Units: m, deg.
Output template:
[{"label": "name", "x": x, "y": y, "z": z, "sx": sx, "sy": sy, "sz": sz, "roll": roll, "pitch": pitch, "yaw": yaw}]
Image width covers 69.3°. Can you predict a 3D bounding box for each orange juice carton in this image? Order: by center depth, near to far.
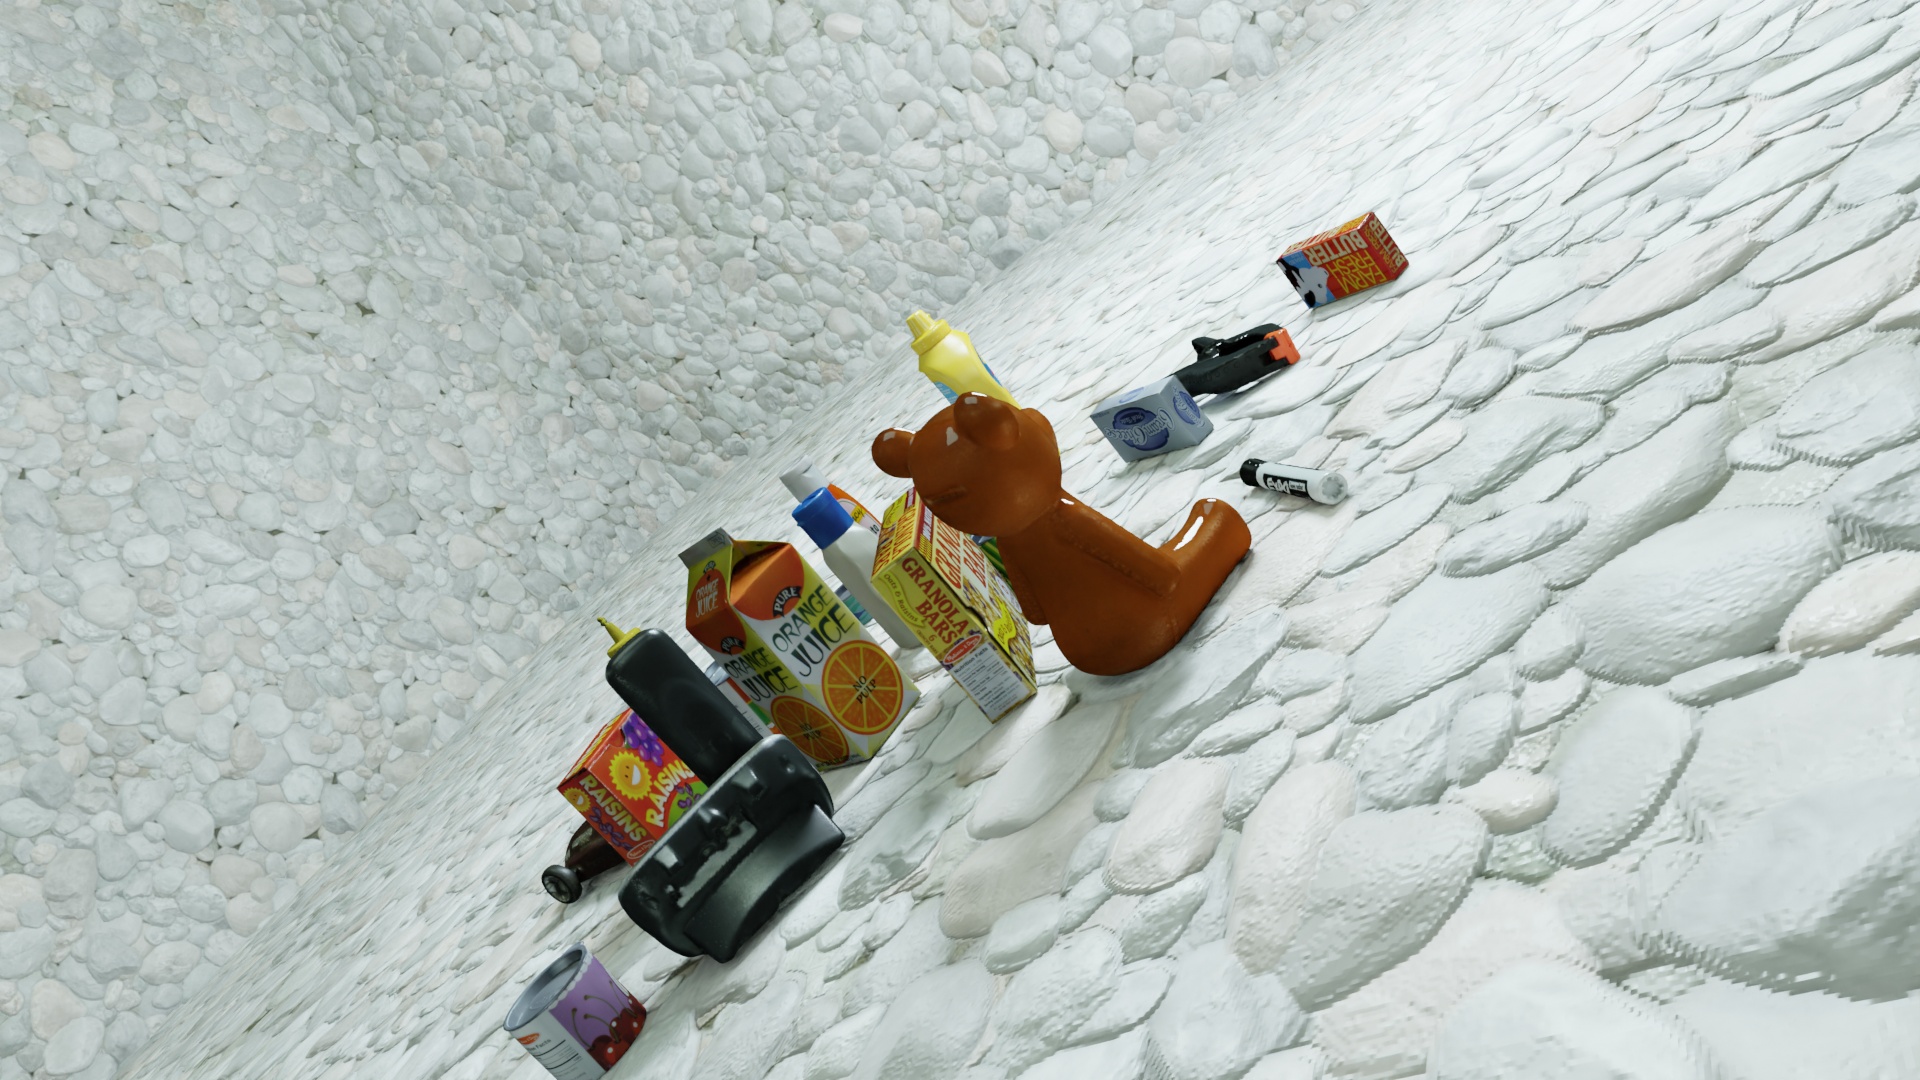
[{"label": "orange juice carton", "x": -0.126, "y": 0.072, "z": 1.003, "sx": 0.071, "sy": 0.192, "sz": 0.073, "roll": -25, "pitch": 20, "yaw": 50}]

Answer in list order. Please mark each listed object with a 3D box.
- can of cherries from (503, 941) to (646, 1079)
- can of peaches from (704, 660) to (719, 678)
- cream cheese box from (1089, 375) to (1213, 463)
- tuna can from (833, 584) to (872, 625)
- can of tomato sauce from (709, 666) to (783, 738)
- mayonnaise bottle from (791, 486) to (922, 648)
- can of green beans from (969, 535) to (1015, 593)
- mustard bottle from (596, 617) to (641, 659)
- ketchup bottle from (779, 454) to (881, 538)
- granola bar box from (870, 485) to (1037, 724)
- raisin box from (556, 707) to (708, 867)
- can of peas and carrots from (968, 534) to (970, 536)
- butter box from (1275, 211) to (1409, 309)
[{"label": "can of cherries", "x": -0.238, "y": 0.296, "z": 0.866, "sx": 0.071, "sy": 0.058, "sz": 0.072, "roll": -38, "pitch": 13, "yaw": 10}, {"label": "can of peaches", "x": -0.206, "y": 0.135, "z": 1.319, "sx": 0.071, "sy": 0.058, "sz": 0.071, "roll": -38, "pitch": 13, "yaw": 10}, {"label": "cream cheese box", "x": 0.150, "y": -0.095, "z": 1.099, "sx": 0.024, "sy": 0.053, "sz": 0.103, "roll": -46, "pitch": 14, "yaw": -23}, {"label": "tuna can", "x": -0.100, "y": 0.058, "z": 1.334, "sx": 0.071, "sy": 0.033, "sz": 0.071, "roll": -38, "pitch": 13, "yaw": 10}, {"label": "can of tomato sauce", "x": -0.158, "y": 0.129, "z": 1.148, "sx": 0.071, "sy": 0.083, "sz": 0.071, "roll": -38, "pitch": 13, "yaw": 10}, {"label": "mayonnaise bottle", "x": -0.076, "y": 0.022, "z": 1.128, "sx": 0.041, "sy": 0.148, "sz": 0.064, "roll": -46, "pitch": 14, "yaw": -26}, {"label": "can of green beans", "x": 0.048, "y": 0.004, "z": 1.046, "sx": 0.071, "sy": 0.057, "sz": 0.071, "roll": -38, "pitch": 13, "yaw": 10}, {"label": "mustard bottle", "x": -0.295, "y": 0.133, "z": 1.346, "sx": 0.048, "sy": 0.160, "sz": 0.065, "roll": -35, "pitch": 13, "yaw": 21}, {"label": "ketchup bottle", "x": -0.121, "y": -0.018, "z": 1.389, "sx": 0.043, "sy": 0.148, "sz": 0.065, "roll": -25, "pitch": 19, "yaw": 49}, {"label": "granola bar box", "x": -0.003, "y": 0.036, "z": 0.932, "sx": 0.039, "sy": 0.124, "sz": 0.166, "roll": -38, "pitch": 13, "yaw": 10}, {"label": "raisin box", "x": -0.231, "y": 0.196, "z": 1.036, "sx": 0.040, "sy": 0.123, "sz": 0.086, "roll": -34, "pitch": 14, "yaw": 25}, {"label": "can of peas and carrots", "x": 0.004, "y": -0.015, "z": 1.231, "sx": 0.071, "sy": 0.058, "sz": 0.071, "roll": -38, "pitch": 13, "yaw": 10}, {"label": "butter box", "x": 0.301, "y": -0.220, "z": 1.099, "sx": 0.024, "sy": 0.053, "sz": 0.103, "roll": -45, "pitch": 14, "yaw": -21}]
